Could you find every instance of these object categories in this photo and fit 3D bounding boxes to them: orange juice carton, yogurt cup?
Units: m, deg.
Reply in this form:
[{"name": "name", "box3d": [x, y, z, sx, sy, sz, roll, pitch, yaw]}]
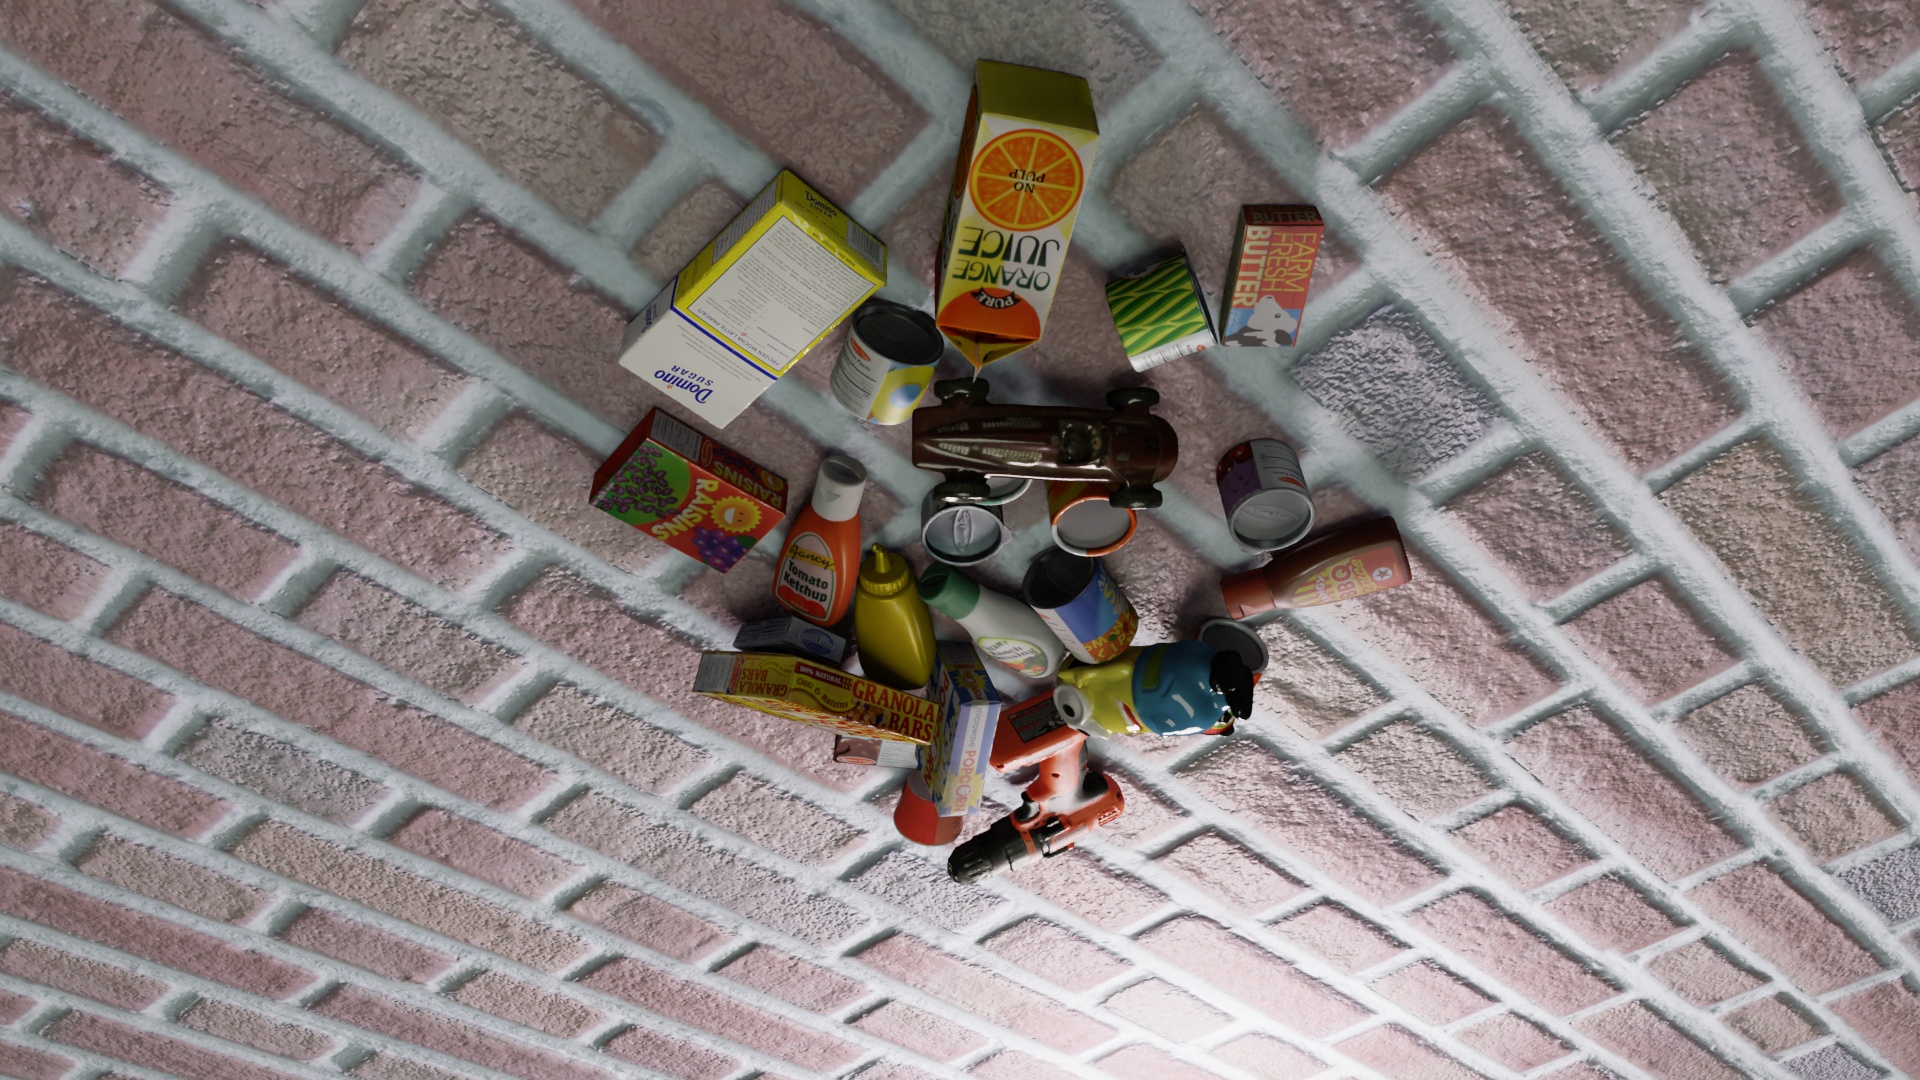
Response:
[{"name": "orange juice carton", "box3d": [0.027, -0.197, 0.886, 0.073, 0.072, 0.191, 7, 133, -9]}, {"name": "yogurt cup", "box3d": [-0.028, 0.250, 1.324, 0.072, 0.073, 0.053, 5, 121, -8]}]

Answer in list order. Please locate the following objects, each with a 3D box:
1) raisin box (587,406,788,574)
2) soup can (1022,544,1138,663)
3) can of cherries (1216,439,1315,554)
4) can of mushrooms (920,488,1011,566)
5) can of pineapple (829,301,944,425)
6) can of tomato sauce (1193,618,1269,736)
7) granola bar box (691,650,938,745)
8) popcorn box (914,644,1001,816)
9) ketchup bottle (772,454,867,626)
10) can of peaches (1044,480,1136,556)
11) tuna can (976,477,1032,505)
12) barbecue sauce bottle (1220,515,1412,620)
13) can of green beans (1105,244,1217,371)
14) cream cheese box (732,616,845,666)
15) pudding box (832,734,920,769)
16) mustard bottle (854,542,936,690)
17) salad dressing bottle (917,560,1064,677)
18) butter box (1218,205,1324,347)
[{"name": "raisin box", "box3d": [-0.205, -0.035, 1.052, 0.123, 0.040, 0.085, 31, 124, -27]}, {"name": "soup can", "box3d": [0.102, 0.050, 1.137, 0.071, 0.072, 0.083, -24, 131, 19]}, {"name": "can of cherries", "box3d": [0.232, -0.033, 1.068, 0.071, 0.059, 0.071, -3, 135, -2]}, {"name": "can of mushrooms", "box3d": [0.004, -0.014, 1.090, 0.071, 0.034, 0.070, -2, 134, -2]}, {"name": "can of pineapple", "box3d": [-0.050, -0.122, 0.959, 0.071, 0.071, 0.057, 13, 133, -16]}, {"name": "can of tomato sauce", "box3d": [0.224, 0.120, 1.209, 0.071, 0.071, 0.082, 8, 133, -11]}, {"name": "granola bar box", "box3d": [-0.119, 0.130, 1.156, 0.124, 0.039, 0.165, -1, 161, 43]}, {"name": "popcorn box", "box3d": [-0.004, 0.164, 1.206, 0.038, 0.085, 0.126, -1, 121, -20]}, {"name": "ketchup bottle", "box3d": [-0.105, -0.001, 1.084, 0.065, 0.044, 0.148, 28, 132, 10]}, {"name": "can of peaches", "box3d": [0.101, -0.031, 1.062, 0.071, 0.058, 0.070, -1, 135, -1]}, {"name": "tuna can", "box3d": [0.020, -0.061, 1.045, 0.071, 0.033, 0.070, -2, 135, -2]}, {"name": "barbecue sauce bottle", "box3d": [0.290, 0.028, 1.142, 0.148, 0.044, 0.064, -18, 134, 14]}, {"name": "can of green beans", "box3d": [0.136, -0.154, 0.939, 0.058, 0.071, 0.071, -19, 132, 15]}, {"name": "cream cheese box", "box3d": [-0.143, 0.086, 1.150, 0.053, 0.024, 0.103, 27, 160, -27]}, {"name": "pudding box", "box3d": [-0.073, 0.183, 1.280, 0.084, 0.030, 0.049, 6, 135, -10]}, {"name": "mustard bottle", "box3d": [-0.057, 0.057, 1.143, 0.065, 0.049, 0.159, 4, 134, 10]}, {"name": "salad dressing bottle", "box3d": [0.026, 0.065, 1.151, 0.064, 0.044, 0.147, -14, 143, 41]}, {"name": "butter box", "box3d": [0.210, -0.179, 0.948, 0.053, 0.024, 0.103, 0, 134, -3]}]
